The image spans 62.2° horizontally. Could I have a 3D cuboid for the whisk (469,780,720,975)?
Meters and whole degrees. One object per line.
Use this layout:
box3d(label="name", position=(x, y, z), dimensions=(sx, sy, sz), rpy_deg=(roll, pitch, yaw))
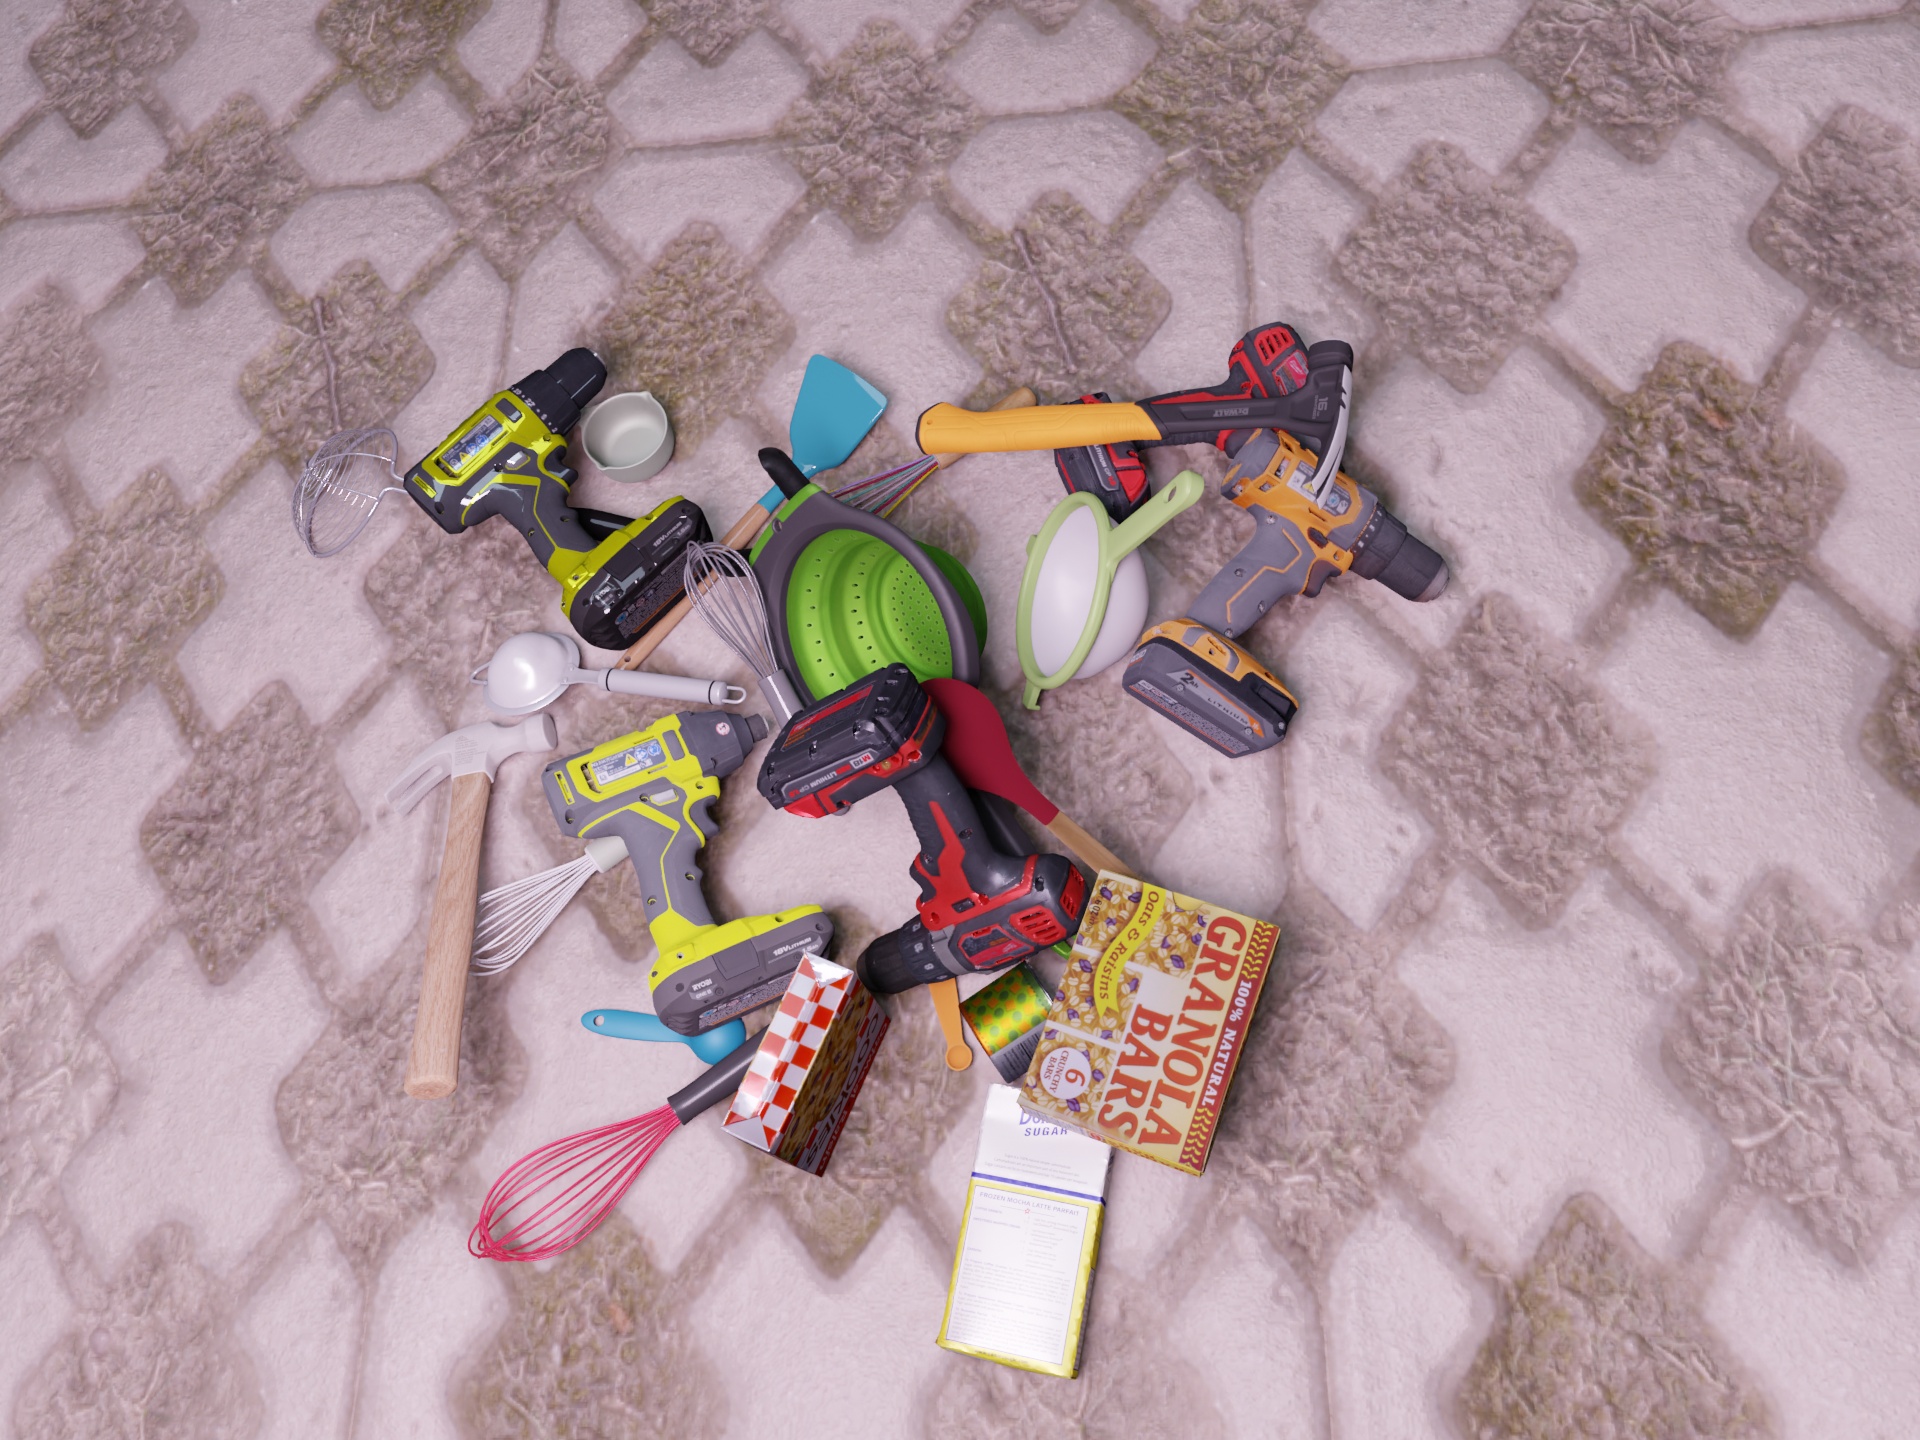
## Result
box3d(label="whisk", position=(-0.289, 0.111, 1.224), dimensions=(0.246, 0.058, 0.059), rpy_deg=(-36, 101, -11))

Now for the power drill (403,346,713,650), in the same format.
box3d(label="power drill", position=(-0.309, -0.185, 1.287), dimensions=(0.229, 0.080, 0.190), rpy_deg=(41, 77, 15))

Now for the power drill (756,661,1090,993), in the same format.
box3d(label="power drill", position=(-0.041, 0.090, 1.093), dimensions=(0.188, 0.226, 0.080), rpy_deg=(-26, 23, 29))

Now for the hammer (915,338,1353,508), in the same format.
box3d(label="hammer", position=(0.120, -0.216, 1.192), dimensions=(0.337, 0.034, 0.127), rpy_deg=(2, 65, 25))

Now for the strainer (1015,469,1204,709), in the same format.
box3d(label="strainer", position=(0.123, -0.111, 1.161), dimensions=(0.069, 0.256, 0.152), rpy_deg=(12, 66, -22))

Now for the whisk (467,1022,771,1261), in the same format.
box3d(label="whisk", position=(-0.219, 0.290, 1.132), dimensions=(0.296, 0.073, 0.073), rpy_deg=(-33, 66, -10))

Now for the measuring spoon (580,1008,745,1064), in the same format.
box3d(label="measuring spoon", position=(-0.223, 0.227, 1.175), dimensions=(0.128, 0.021, 0.042), rpy_deg=(5, 69, 10))

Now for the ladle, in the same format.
box3d(label="ladle", position=(0.082, 0.085, 1.111), dimensions=(0.315, 0.031, 0.069), rpy_deg=(41, 103, -6))

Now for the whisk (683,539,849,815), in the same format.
box3d(label="whisk", position=(-0.146, -0.032, 1.213), dimensions=(0.055, 0.055, 0.239), rpy_deg=(-28, 95, -2))

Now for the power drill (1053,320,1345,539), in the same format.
box3d(label="power drill", position=(0.193, -0.221, 1.264), dimensions=(0.219, 0.078, 0.143), rpy_deg=(-21, 66, -2))

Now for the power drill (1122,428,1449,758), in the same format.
box3d(label="power drill", position=(0.245, -0.082, 1.179), dimensions=(0.185, 0.084, 0.226), rpy_deg=(32, 78, -5))

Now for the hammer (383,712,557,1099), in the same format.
box3d(label="hammer", position=(-0.377, 0.130, 1.183), dimensions=(0.130, 0.031, 0.332), rpy_deg=(-13, 47, 5))

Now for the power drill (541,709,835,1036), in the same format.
box3d(label="power drill", position=(-0.188, 0.102, 1.171), dimensions=(0.171, 0.080, 0.223), rpy_deg=(-22, 70, -19))

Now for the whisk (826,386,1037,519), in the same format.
box3d(label="whisk", position=(-0.041, -0.208, 1.315), dimensions=(0.245, 0.051, 0.047), rpy_deg=(-34, 61, -9))

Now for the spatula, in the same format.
box3d(label="spatula", position=(-0.184, -0.162, 1.319), dimensions=(0.082, 0.044, 0.317), rpy_deg=(35, 78, 15))

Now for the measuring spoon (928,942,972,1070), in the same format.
box3d(label="measuring spoon", position=(-0.011, 0.200, 1.160), dimensions=(0.021, 0.011, 0.117), rpy_deg=(-18, 62, 7))

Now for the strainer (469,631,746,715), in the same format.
box3d(label="strainer", position=(-0.289, -0.036, 1.271), dimensions=(0.258, 0.050, 0.087), rpy_deg=(7, 56, 17))

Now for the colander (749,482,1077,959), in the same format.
box3d(label="colander", position=(-0.002, -0.004, 1.196), dimensions=(0.094, 0.204, 0.397), rpy_deg=(-27, 79, -46))

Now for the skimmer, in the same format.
box3d(label="skimmer", position=(-0.403, -0.173, 1.370), dimensions=(0.363, 0.090, 0.127), rpy_deg=(12, 70, 3))

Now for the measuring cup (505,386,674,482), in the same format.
box3d(label="measuring cup", position=(-0.324, -0.256, 1.386), dimensions=(0.168, 0.038, 0.083), rpy_deg=(21, 73, 19))
